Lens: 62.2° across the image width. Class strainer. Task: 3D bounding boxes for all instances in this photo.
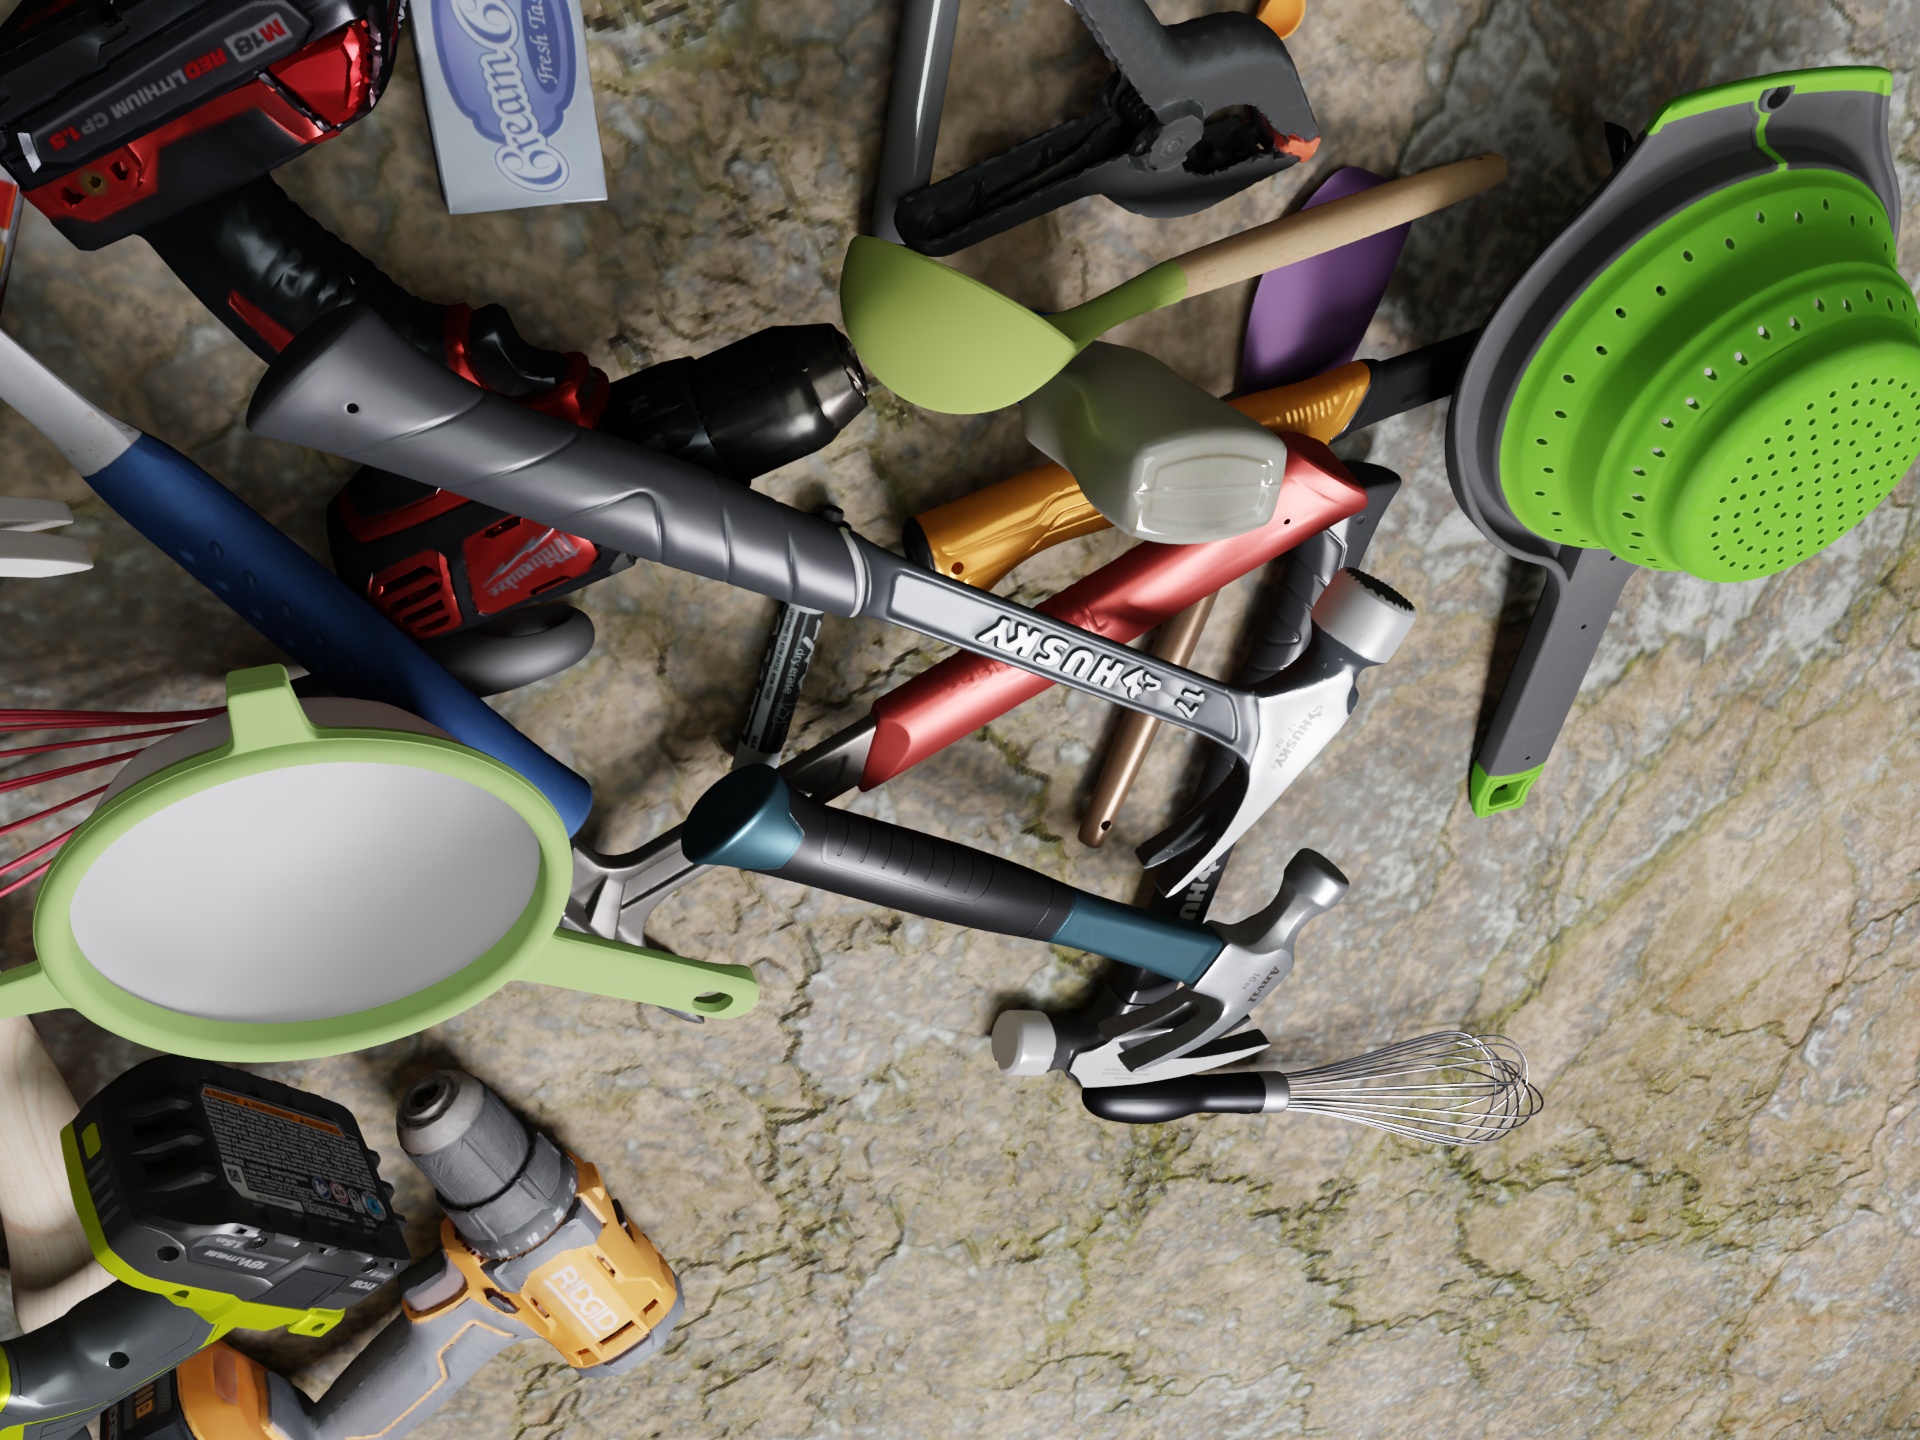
[{"bbox_3d":[-0.170,0.052,0.535,0.151,0.069,0.256,-43,141,20],"label":"strainer"},{"bbox_3d":[-0.008,-0.260,0.523,0.087,0.050,0.258,-1,124,-20],"label":"strainer"}]

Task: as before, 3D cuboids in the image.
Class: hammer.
[{"bbox_3d":[0.131,0.035,0.759,0.146,0.035,0.334,7,115,-26],"label":"hammer"},{"bbox_3d":[0.134,-0.128,0.641,0.337,0.034,0.127,-21,128,-7],"label":"hammer"},{"bbox_3d":[-0.001,-0.002,0.638,0.359,0.037,0.148,-30,137,4],"label":"hammer"},{"bbox_3d":[-0.323,0.103,0.535,0.146,0.038,0.410,-21,142,-27],"label":"hammer"},{"bbox_3d":[-0.244,-0.084,0.446,0.144,0.035,0.405,-15,136,27],"label":"hammer"},{"bbox_3d":[-0.024,-0.040,0.538,0.408,0.036,0.149,18,114,-32],"label":"hammer"},{"bbox_3d":[0.030,0.077,0.675,0.330,0.033,0.128,21,111,-39],"label":"hammer"}]

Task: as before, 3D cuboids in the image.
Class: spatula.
[{"bbox_3d":[0.112,-0.081,0.692,0.059,0.018,0.315,10,113,-27],"label":"spatula"}]

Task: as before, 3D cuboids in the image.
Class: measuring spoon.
[{"bbox_3d":[0.079,-0.235,0.594,0.117,0.011,0.021,-37,142,4],"label":"measuring spoon"}]

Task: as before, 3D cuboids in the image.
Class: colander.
[{"bbox_3d":[0.302,-0.066,0.683,0.204,0.095,0.396,-14,138,-14],"label":"colander"}]

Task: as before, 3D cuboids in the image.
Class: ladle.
[{"bbox_3d":[0.095,-0.177,0.573,0.320,0.078,0.062,-26,128,-29],"label":"ladle"}]

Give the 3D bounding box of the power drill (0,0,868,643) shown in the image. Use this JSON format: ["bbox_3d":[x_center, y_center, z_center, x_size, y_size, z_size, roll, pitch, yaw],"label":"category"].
[{"bbox_3d":[-0.150,-0.134,0.483,0.188,0.080,0.226,-22,133,9],"label":"power drill"}]

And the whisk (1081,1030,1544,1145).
[{"bbox_3d":[0.198,0.204,0.875,0.284,0.070,0.070,3,117,-20],"label":"whisk"}]

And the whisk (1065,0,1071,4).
[{"bbox_3d":[0.133,-0.319,0.550,0.246,0.058,0.059,-33,161,-7],"label":"whisk"}]

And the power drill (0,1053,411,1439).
[{"bbox_3d":[-0.335,0.222,0.562,0.228,0.080,0.190,-38,149,-1],"label":"power drill"}]

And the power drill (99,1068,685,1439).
[{"bbox_3d":[-0.256,0.263,0.697,0.226,0.084,0.185,-31,126,-9],"label":"power drill"}]

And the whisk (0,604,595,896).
[{"bbox_3d":[-0.271,0.009,0.553,0.296,0.073,0.073,-18,124,-20],"label":"whisk"}]
